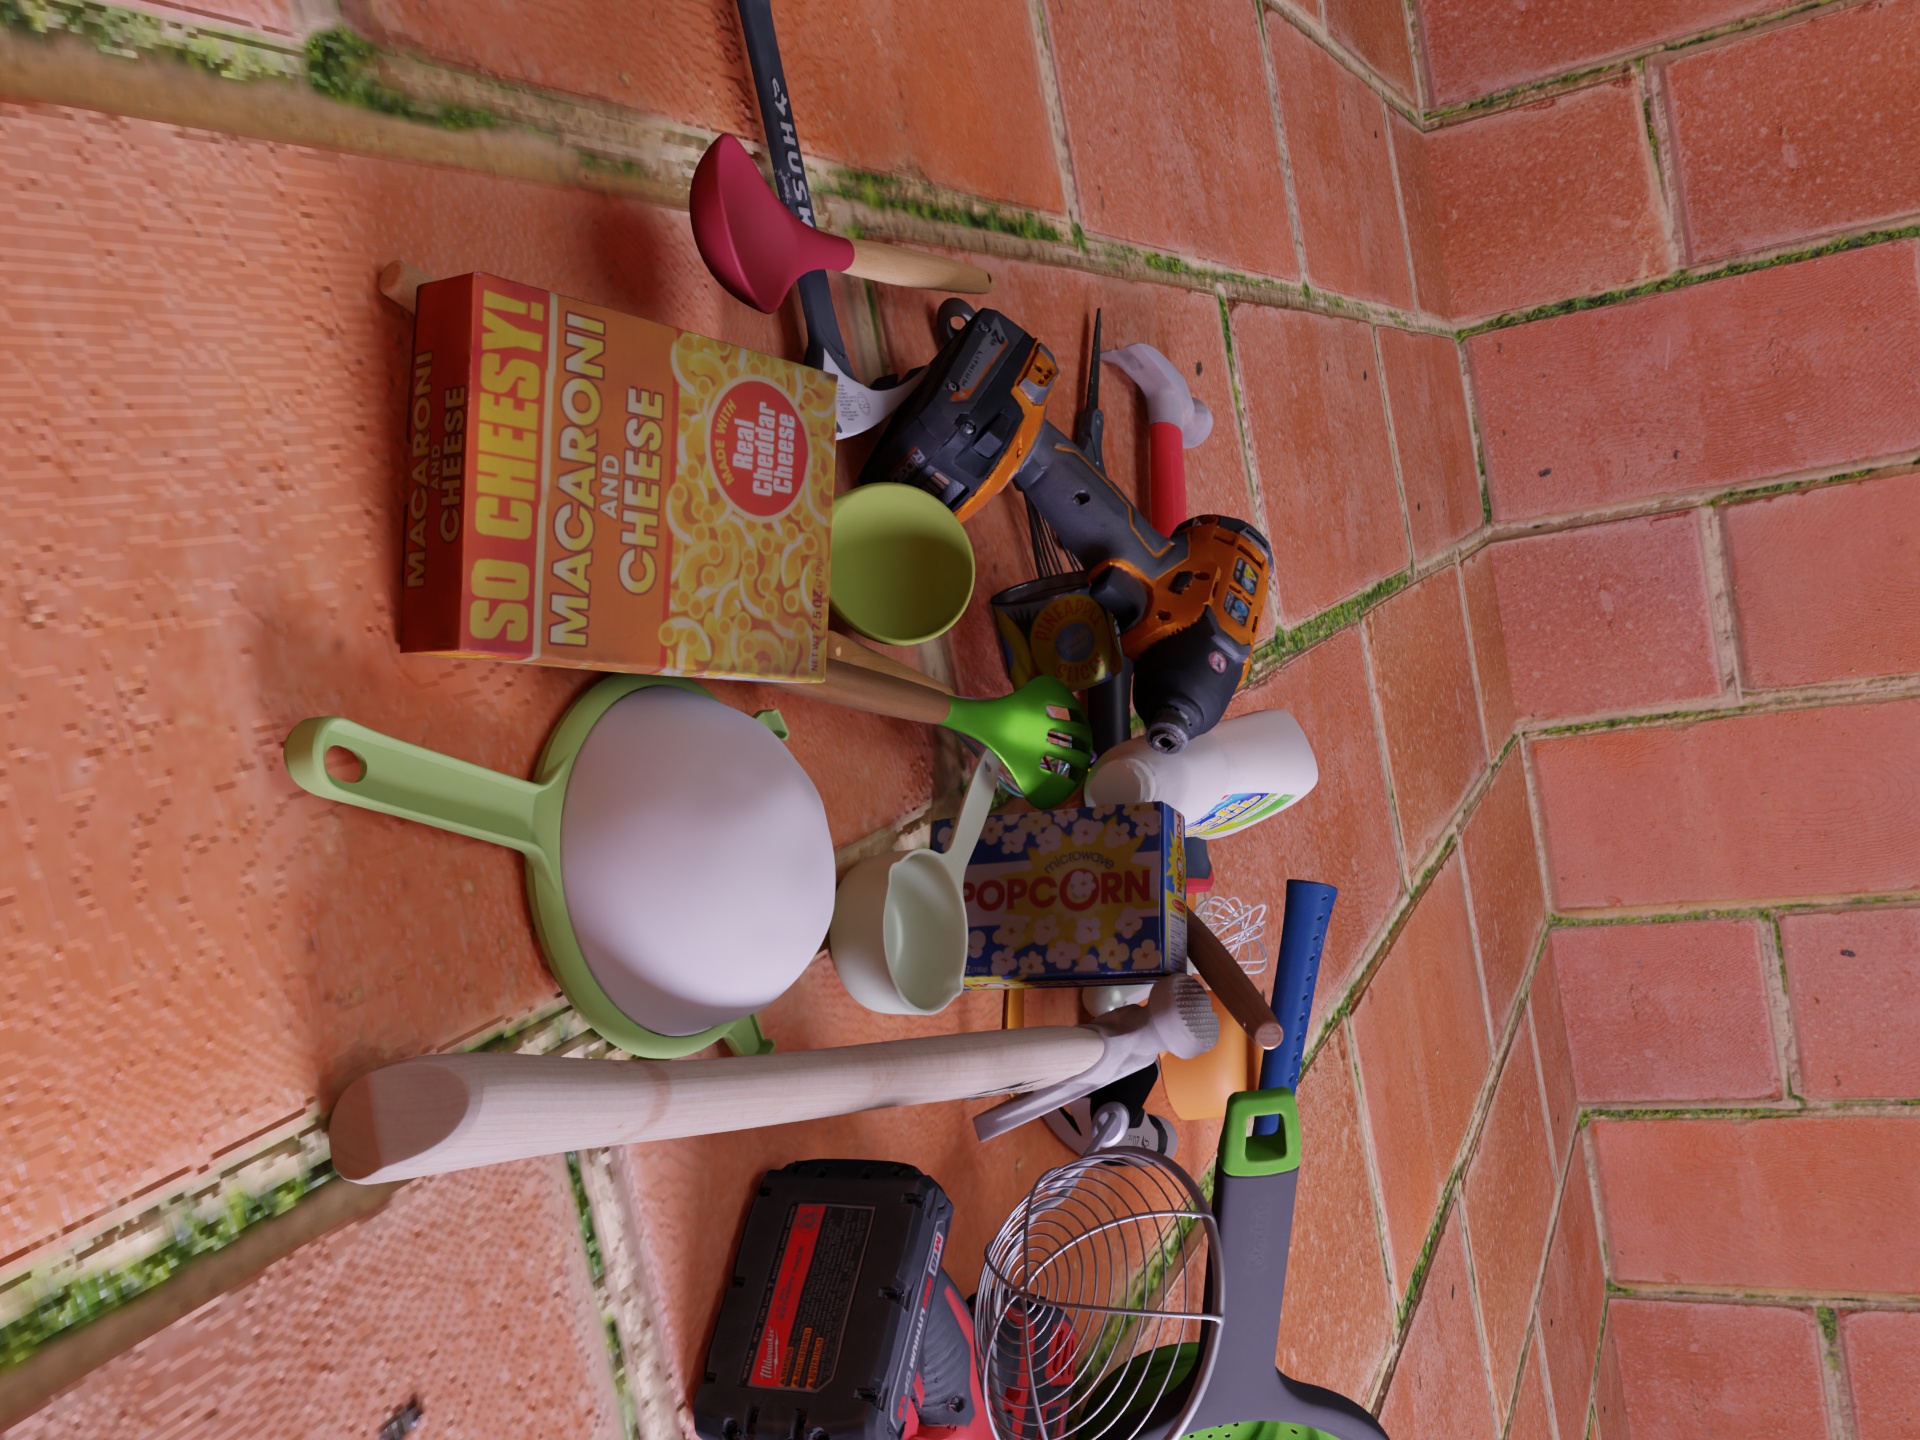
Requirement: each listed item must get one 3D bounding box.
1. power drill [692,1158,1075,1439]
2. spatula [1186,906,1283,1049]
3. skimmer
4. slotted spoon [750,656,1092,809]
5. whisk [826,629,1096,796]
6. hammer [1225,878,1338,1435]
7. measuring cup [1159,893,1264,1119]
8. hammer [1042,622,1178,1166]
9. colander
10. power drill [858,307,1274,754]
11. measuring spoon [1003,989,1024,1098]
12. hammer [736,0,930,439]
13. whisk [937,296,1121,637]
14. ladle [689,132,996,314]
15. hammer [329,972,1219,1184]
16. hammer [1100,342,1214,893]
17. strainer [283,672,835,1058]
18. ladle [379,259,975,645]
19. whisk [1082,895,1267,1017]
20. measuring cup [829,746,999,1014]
[{"bbox_3d":[-0.020,0.306,0.667,0.226,0.080,0.188,59,35,-43],"label":"power drill"},{"bbox_3d":[0.120,0.112,0.818,0.316,0.018,0.059,-116,-167,-82],"label":"spatula"},{"bbox_3d":[0.082,0.220,0.728,0.127,0.090,0.363,-56,169,9],"label":"skimmer"},{"bbox_3d":[-0.027,-0.008,0.735,0.313,0.031,0.070,15,78,-49],"label":"slotted spoon"},{"bbox_3d":[-0.003,-0.003,0.826,0.244,0.051,0.047,24,27,-54],"label":"whisk"},{"bbox_3d":[0.195,0.305,1.035,0.144,0.035,0.405,26,72,-57],"label":"hammer"},{"bbox_3d":[0.178,0.188,1.098,0.095,0.052,0.174,32,57,-56],"label":"measuring cup"},{"bbox_3d":[0.090,0.099,0.976,0.146,0.035,0.335,30,56,-58],"label":"hammer"},{"bbox_3d":[0.127,0.330,0.815,0.095,0.204,0.396,-112,-159,-64],"label":"colander"},{"bbox_3d":[0.063,-0.090,0.823,0.226,0.084,0.164,38,44,-15],"label":"power drill"},{"bbox_3d":[0.034,0.149,0.877,0.021,0.011,0.117,36,52,-54],"label":"measuring spoon"},{"bbox_3d":[-0.092,-0.333,0.741,0.149,0.036,0.409,-22,102,-63],"label":"hammer"},{"bbox_3d":[0.045,-0.144,0.944,0.238,0.055,0.055,60,34,-29],"label":"whisk"},{"bbox_3d":[-0.043,-0.215,0.736,0.315,0.031,0.069,-25,107,-66],"label":"ladle"},{"bbox_3d":[-0.057,0.146,0.626,0.410,0.146,0.038,10,55,-51],"label":"hammer"},{"bbox_3d":[0.144,-0.072,1.122,0.143,0.038,0.386,24,62,-57],"label":"hammer"},{"bbox_3d":[-0.114,0.037,0.560,0.256,0.069,0.152,30,57,-59],"label":"strainer"},{"bbox_3d":[-0.097,-0.106,0.650,0.319,0.062,0.078,27,67,-55],"label":"ladle"},{"bbox_3d":[0.134,0.145,0.963,0.059,0.057,0.246,52,25,17],"label":"whisk"},{"bbox_3d":[-0.018,0.069,0.770,0.083,0.038,0.168,63,33,-32],"label":"measuring cup"}]
